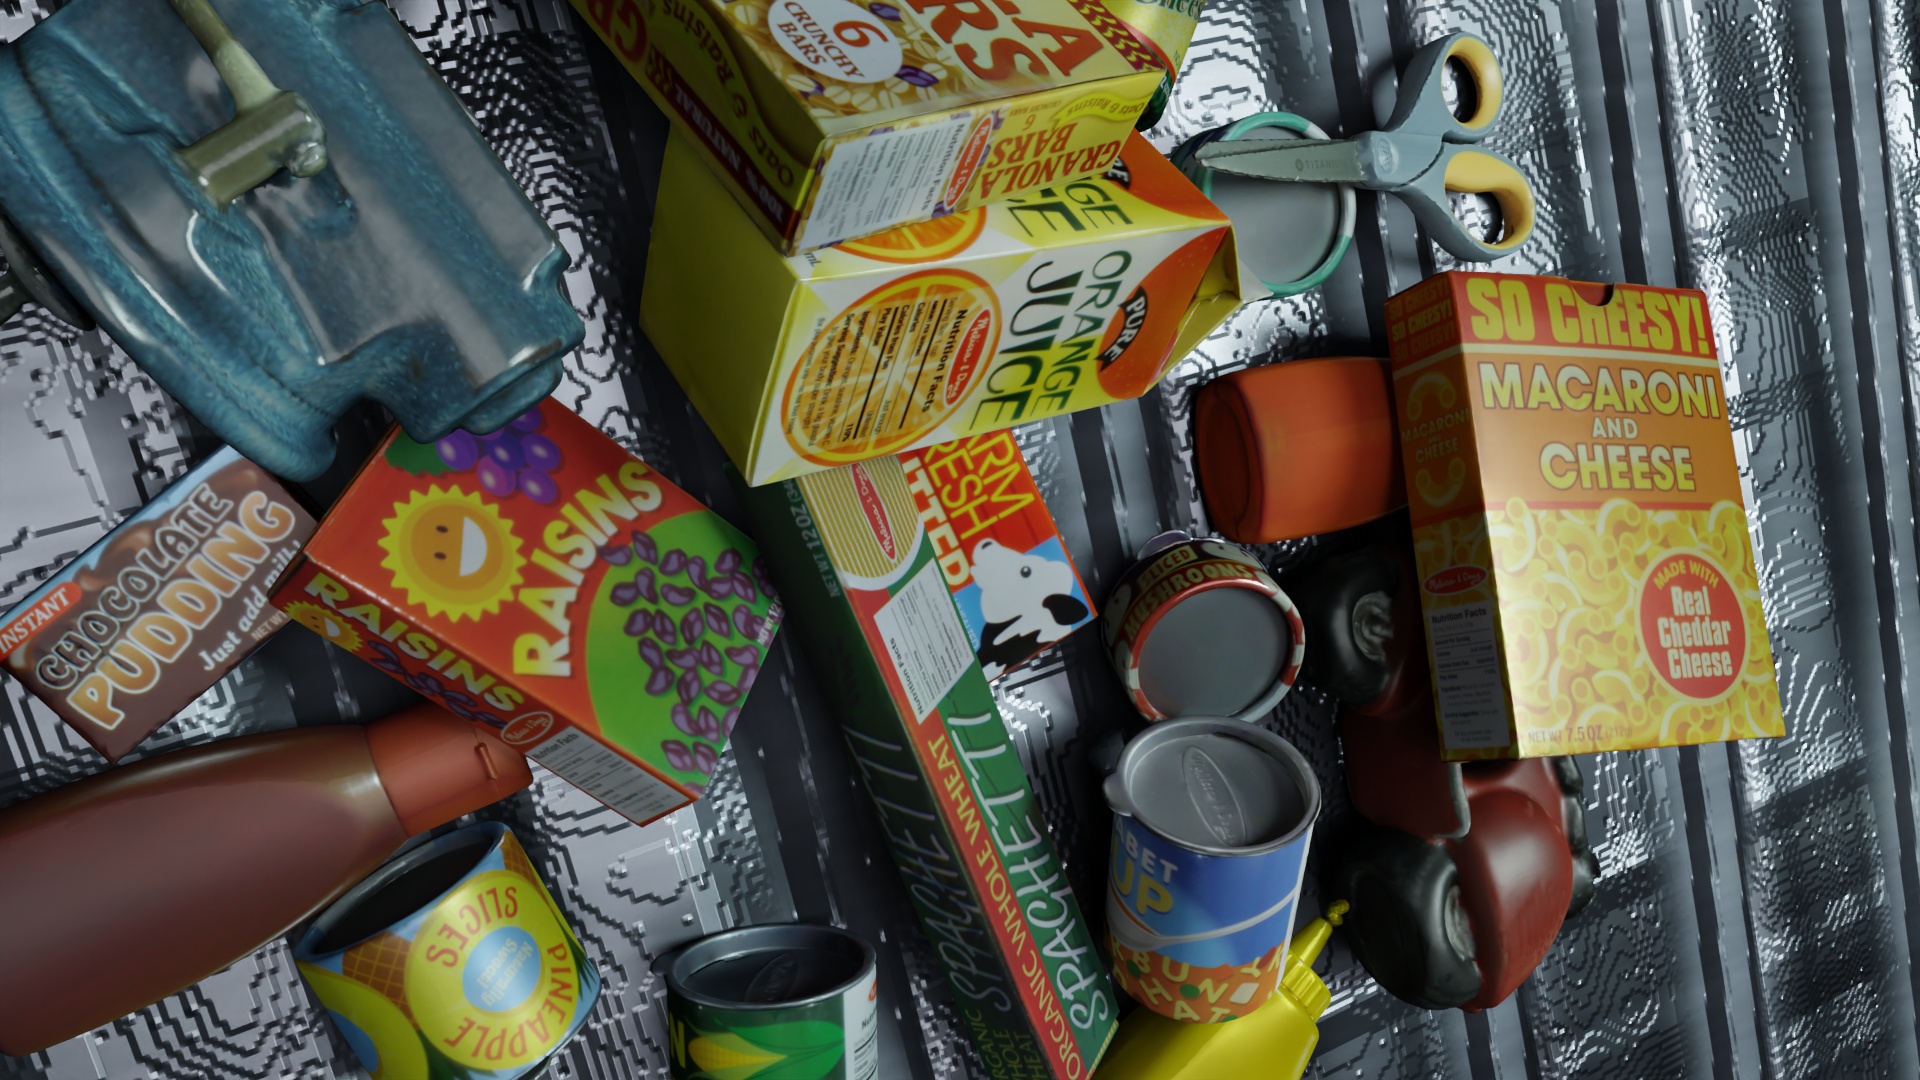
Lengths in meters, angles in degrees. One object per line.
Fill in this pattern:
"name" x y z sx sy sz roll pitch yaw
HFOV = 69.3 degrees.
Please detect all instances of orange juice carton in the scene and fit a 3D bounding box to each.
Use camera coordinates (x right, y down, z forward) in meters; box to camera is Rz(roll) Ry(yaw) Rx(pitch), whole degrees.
"orange juice carton" 0.009 -0.083 0.418 0.193 0.072 0.072 -16 55 -35

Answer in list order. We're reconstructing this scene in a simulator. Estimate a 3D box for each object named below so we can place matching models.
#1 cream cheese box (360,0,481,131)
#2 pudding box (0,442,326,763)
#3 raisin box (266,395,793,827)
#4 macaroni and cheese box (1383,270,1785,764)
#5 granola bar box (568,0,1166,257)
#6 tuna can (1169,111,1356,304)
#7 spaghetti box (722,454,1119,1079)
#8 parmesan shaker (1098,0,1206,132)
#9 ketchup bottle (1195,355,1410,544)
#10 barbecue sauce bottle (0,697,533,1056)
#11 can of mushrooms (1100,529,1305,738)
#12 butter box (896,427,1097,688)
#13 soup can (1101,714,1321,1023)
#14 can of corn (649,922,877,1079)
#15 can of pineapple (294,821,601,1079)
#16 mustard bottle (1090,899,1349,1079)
"cream cheese box" -0.190 -0.141 0.389 0.053 0.024 0.103 -44 108 -14
"pudding box" -0.216 0.015 0.387 0.084 0.030 0.049 -42 107 -14
"raisin box" -0.117 0.013 0.400 0.123 0.040 0.086 38 50 -22
"macaroni and cheese box" 0.221 -0.009 0.493 0.124 0.040 0.166 0 80 -23
"granola bar box" -0.042 -0.157 0.373 0.125 0.038 0.166 -26 68 -40
"tuna can" 0.105 -0.118 0.501 0.071 0.033 0.071 -2 94 -22
"spaghetti box" -0.006 0.075 0.452 0.050 0.028 0.249 -44 117 -52
"parmesan shaker" 0.055 -0.195 0.460 0.071 0.071 0.103 22 86 -21
"ketchup bottle" 0.163 -0.041 0.523 0.149 0.043 0.064 -10 94 -21
"barbecue sauce bottle" -0.199 0.083 0.391 0.149 0.044 0.064 -22 109 -19
"can of mushrooms" 0.085 0.033 0.492 0.071 0.033 0.070 -4 116 -9
"butter box" 0.002 -0.006 0.473 0.053 0.024 0.103 -29 104 -16
"soup can" 0.081 0.113 0.476 0.071 0.071 0.083 -13 125 -20
"can of corn" -0.061 0.161 0.439 0.071 0.071 0.058 -3 96 -21
"can of pineapple" -0.146 0.123 0.401 0.071 0.071 0.057 -30 104 -17
"mustard bottle" 0.090 0.192 0.509 0.160 0.049 0.065 -44 107 -14
